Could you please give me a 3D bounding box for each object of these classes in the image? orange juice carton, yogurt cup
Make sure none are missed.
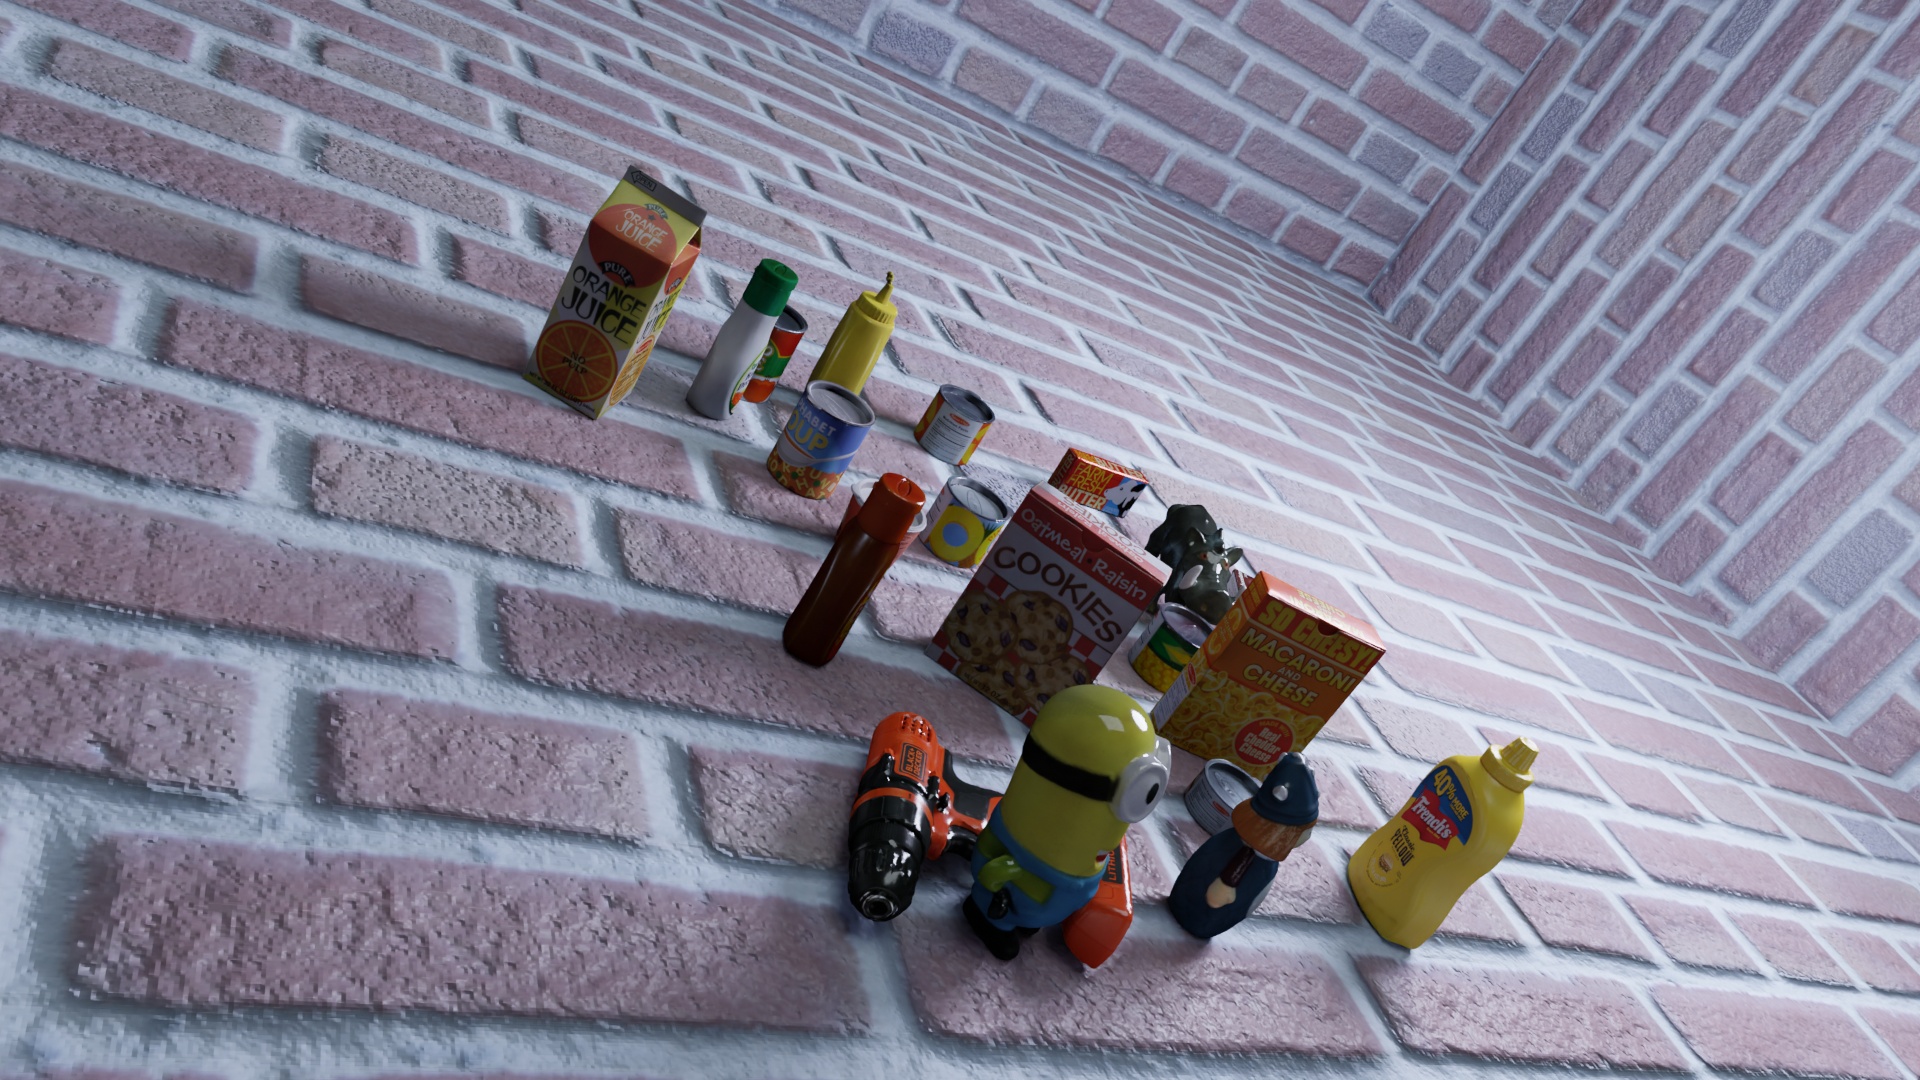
[{"bbox_3d":[-0.272,-0.200,1.116,0.072,0.191,0.073,31,25,-4],"label":"orange juice carton"},{"bbox_3d":[-0.070,-0.011,1.170,0.072,0.053,0.073,26,26,-14],"label":"yogurt cup"}]

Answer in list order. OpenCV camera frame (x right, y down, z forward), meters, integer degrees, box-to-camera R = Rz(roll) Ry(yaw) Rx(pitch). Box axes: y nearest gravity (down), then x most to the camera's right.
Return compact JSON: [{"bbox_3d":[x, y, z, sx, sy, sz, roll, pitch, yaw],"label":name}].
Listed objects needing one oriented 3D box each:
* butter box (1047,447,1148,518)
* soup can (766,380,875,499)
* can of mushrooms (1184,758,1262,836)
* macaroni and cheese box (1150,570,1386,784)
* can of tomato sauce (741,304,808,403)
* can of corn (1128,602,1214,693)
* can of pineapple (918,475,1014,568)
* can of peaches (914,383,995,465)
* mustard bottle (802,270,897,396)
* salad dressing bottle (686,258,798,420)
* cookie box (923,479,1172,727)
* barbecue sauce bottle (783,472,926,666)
[{"bbox_3d":[0.150,-0.063,1.518,0.103,0.053,0.024,17,29,-30],"label":"butter box"},{"bbox_3d":[-0.124,-0.088,1.211,0.071,0.083,0.072,26,26,-14],"label":"soup can"},{"bbox_3d":[0.218,0.212,1.124,0.071,0.033,0.071,26,26,-14],"label":"can of mushrooms"},{"bbox_3d":[0.260,0.121,1.180,0.124,0.165,0.040,25,26,-16],"label":"macaroni and cheese box"},{"bbox_3d":[-0.192,-0.180,1.301,0.071,0.082,0.071,26,26,-14],"label":"can of tomato sauce"},{"bbox_3d":[0.198,0.102,1.271,0.071,0.058,0.071,26,26,-14],"label":"can of corn"},{"bbox_3d":[0.004,-0.016,1.260,0.071,0.057,0.071,26,26,-14],"label":"can of pineapple"},{"bbox_3d":[-0.006,-0.120,1.436,0.071,0.057,0.071,26,26,-14],"label":"can of peaches"},{"bbox_3d":[-0.099,-0.186,1.328,0.049,0.159,0.065,24,26,-18],"label":"mustard bottle"},{"bbox_3d":[-0.191,-0.176,1.220,0.044,0.147,0.064,30,25,-7],"label":"salad dressing bottle"},{"bbox_3d":[0.066,0.055,1.074,0.123,0.166,0.040,35,25,5],"label":"cookie box"},{"bbox_3d":[-0.076,0.019,0.998,0.043,0.148,0.065,30,25,-6],"label":"barbecue sauce bottle"}]
